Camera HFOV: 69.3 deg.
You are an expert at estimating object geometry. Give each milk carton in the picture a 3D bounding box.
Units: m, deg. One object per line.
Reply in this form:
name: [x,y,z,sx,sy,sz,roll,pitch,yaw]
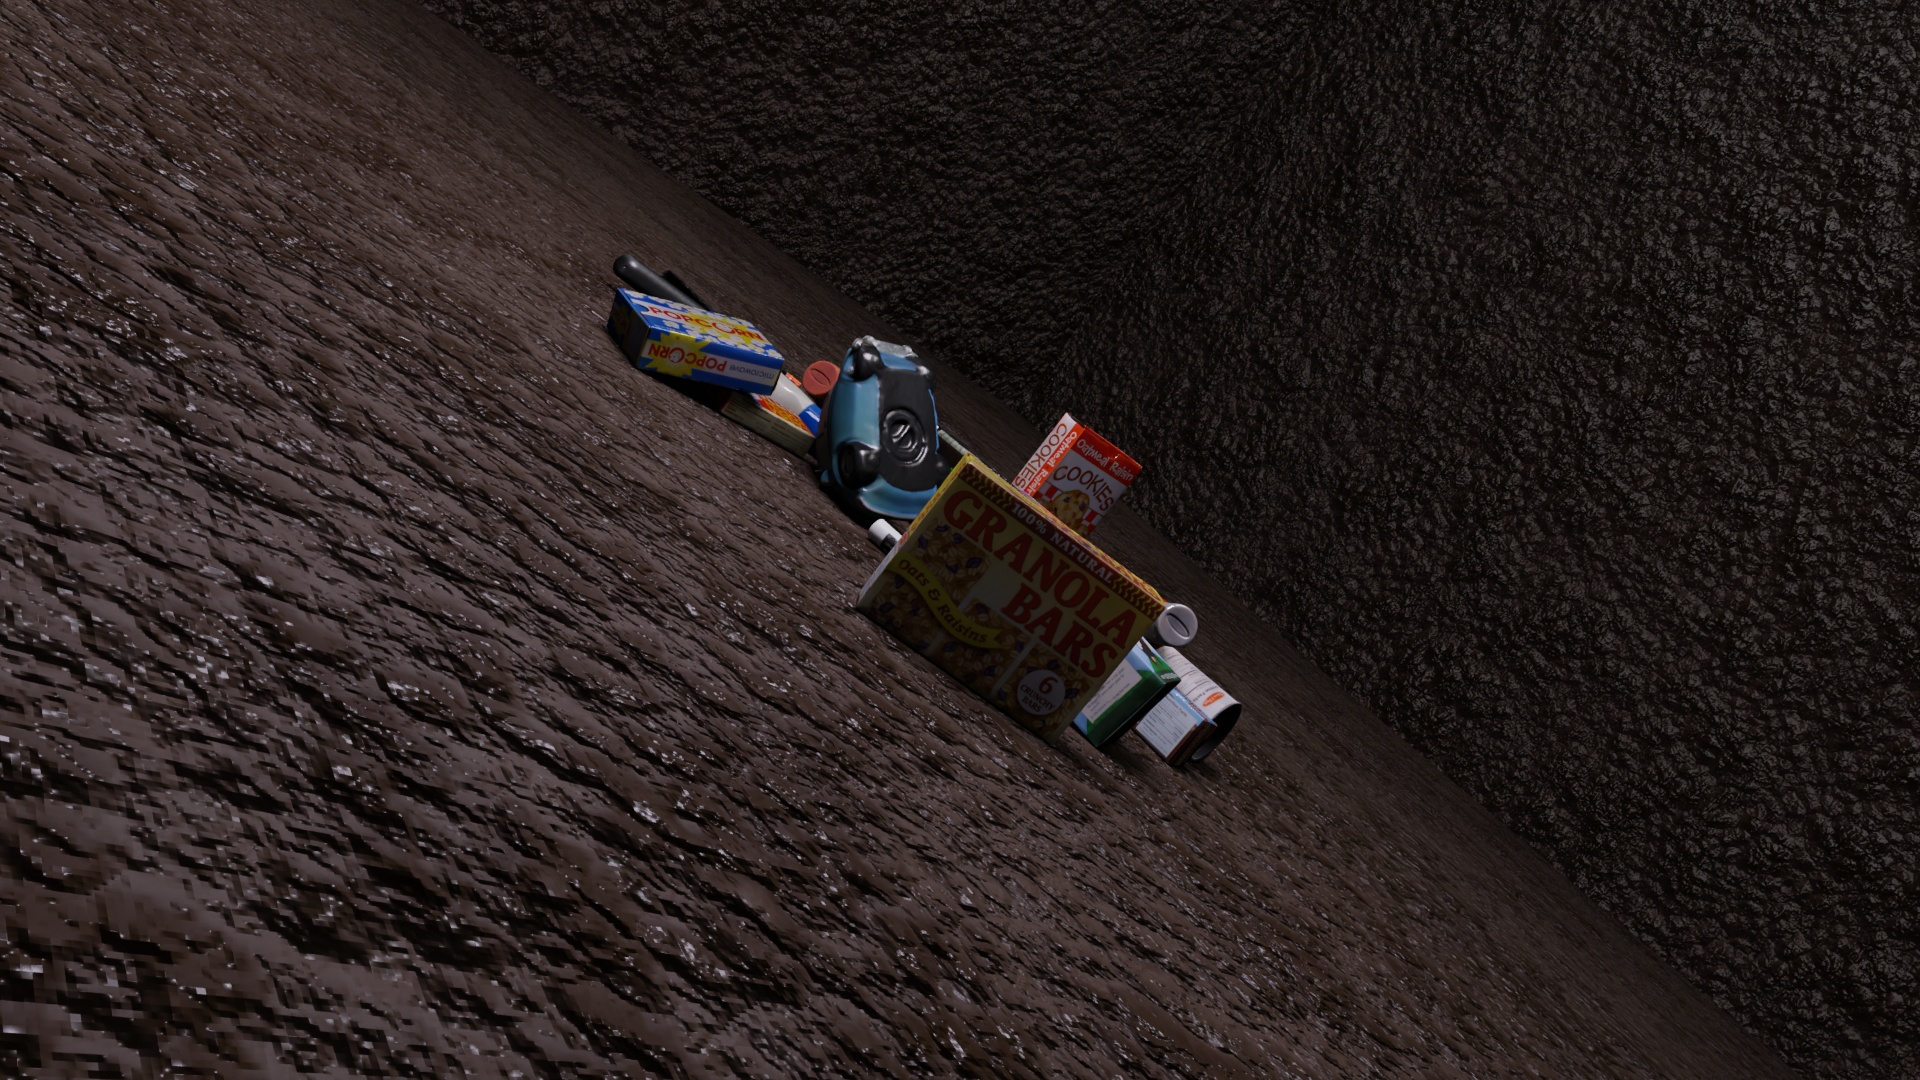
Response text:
milk carton: [0.075,0.062,1.068,0.191,0.073,0.072,49,11,15]

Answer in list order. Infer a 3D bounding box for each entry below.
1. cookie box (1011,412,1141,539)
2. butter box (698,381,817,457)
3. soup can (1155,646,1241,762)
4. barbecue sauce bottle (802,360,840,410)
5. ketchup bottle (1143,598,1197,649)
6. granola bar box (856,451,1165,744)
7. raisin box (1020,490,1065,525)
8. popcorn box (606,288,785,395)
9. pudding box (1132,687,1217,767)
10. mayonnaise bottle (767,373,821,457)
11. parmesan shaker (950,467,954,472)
cookie box: [0.112,-0.046,1.550,0.123,0.167,0.040,28,13,-47]
butter box: [-0.176,-0.111,1.212,0.103,0.024,0.053,29,13,-44]
soup can: [0.195,0.146,1.230,0.084,0.071,0.071,41,9,30]
barbecue sauce bottle: [-0.112,-0.127,1.364,0.065,0.044,0.148,40,-6,26]
ketchup bottle: [0.160,0.070,1.217,0.064,0.043,0.149,46,-10,-12]
granola bar box: [0.033,0.039,0.928,0.165,0.124,0.039,36,9,-11]
raisin box: [0.078,0.017,1.371,0.123,0.039,0.086,40,49,13]
popcorn box: [-0.221,-0.165,1.159,0.127,0.038,0.085,10,25,-37]
pudding box: [0.168,0.145,1.167,0.084,0.049,0.030,43,8,35]
mayonnaise bottle: [-0.175,-0.136,1.294,0.148,0.041,0.065,40,5,9]
parmesan shaker: [0.005,-0.016,1.295,0.103,0.071,0.071,43,10,35]
